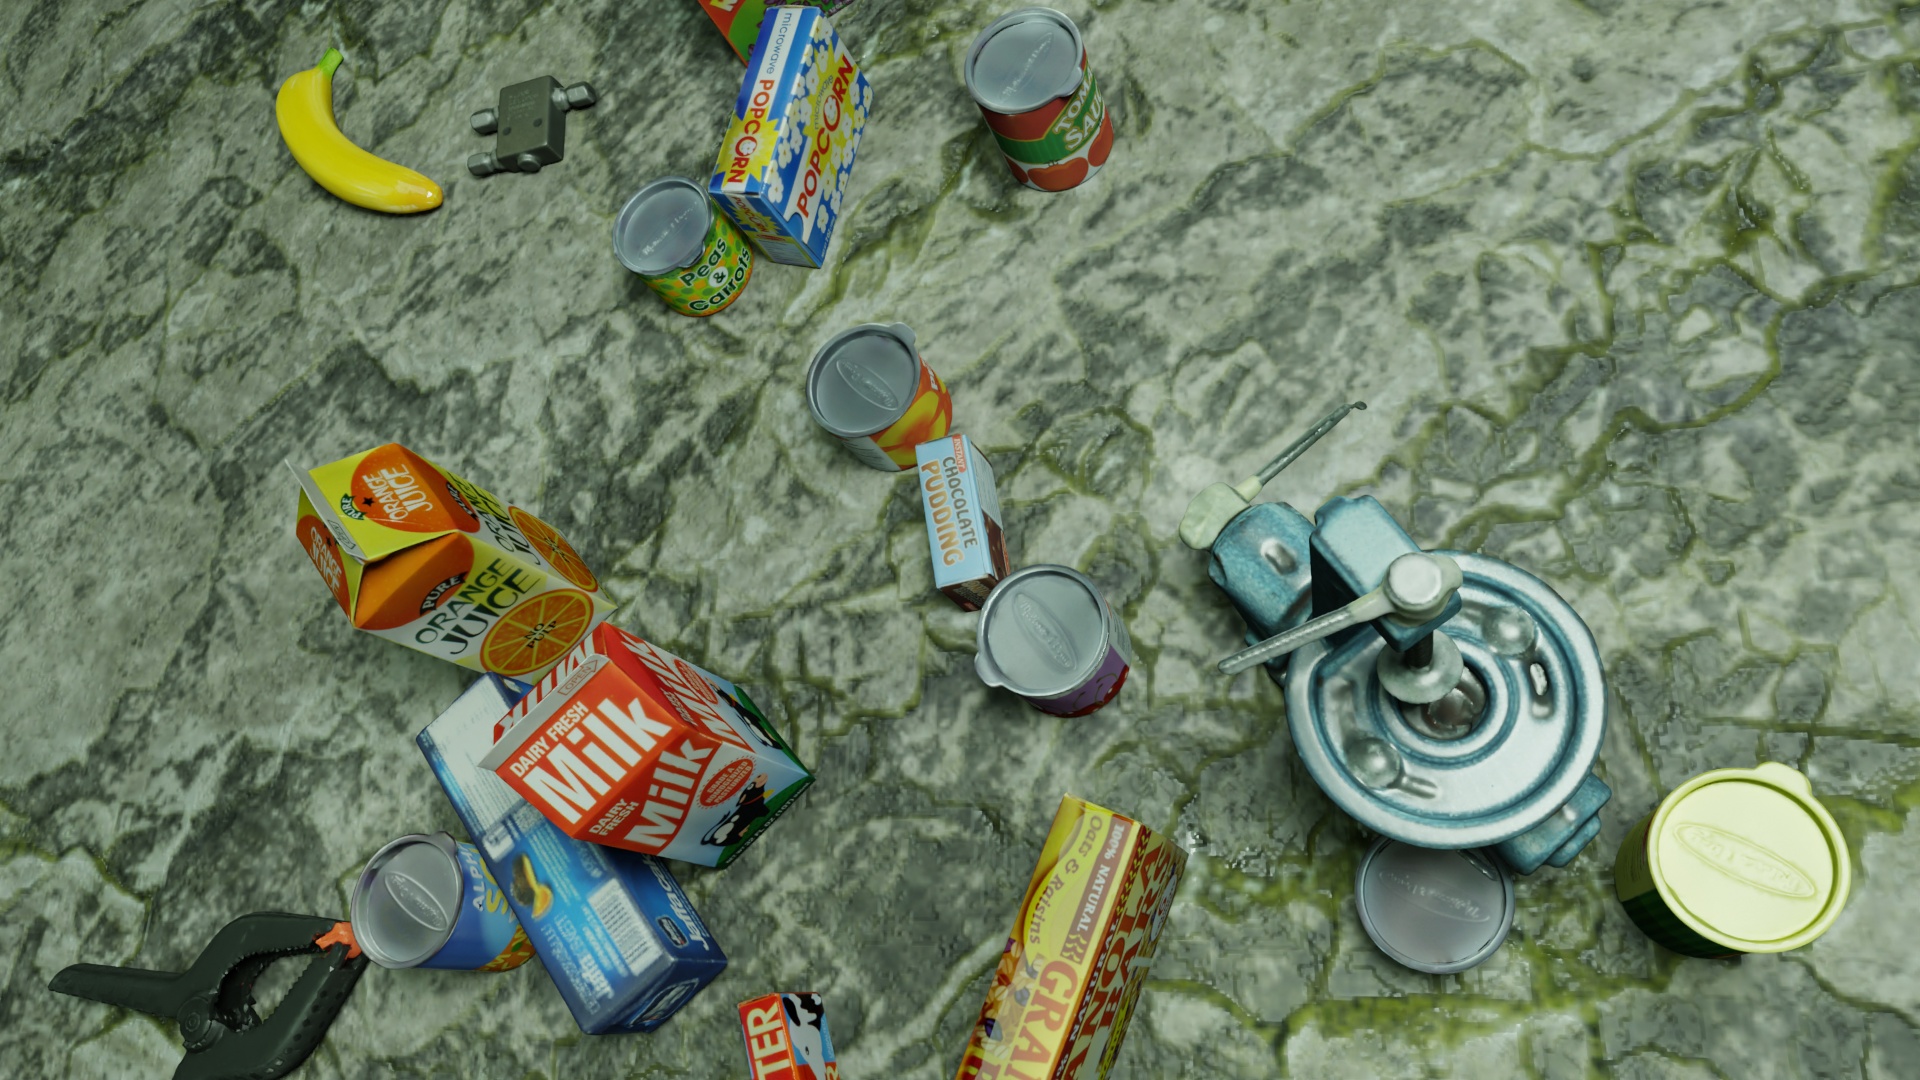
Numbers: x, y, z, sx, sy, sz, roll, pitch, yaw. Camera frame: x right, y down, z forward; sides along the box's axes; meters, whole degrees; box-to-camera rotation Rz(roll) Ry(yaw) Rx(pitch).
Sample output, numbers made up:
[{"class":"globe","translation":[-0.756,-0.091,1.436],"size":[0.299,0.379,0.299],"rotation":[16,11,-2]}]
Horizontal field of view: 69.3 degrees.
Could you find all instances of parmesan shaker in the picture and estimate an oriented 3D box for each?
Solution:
[{"class":"parmesan shaker","translation":[0.305,0.129,0.554],"size":[0.071,0.103,0.071],"rotation":[-6,71,17]}]

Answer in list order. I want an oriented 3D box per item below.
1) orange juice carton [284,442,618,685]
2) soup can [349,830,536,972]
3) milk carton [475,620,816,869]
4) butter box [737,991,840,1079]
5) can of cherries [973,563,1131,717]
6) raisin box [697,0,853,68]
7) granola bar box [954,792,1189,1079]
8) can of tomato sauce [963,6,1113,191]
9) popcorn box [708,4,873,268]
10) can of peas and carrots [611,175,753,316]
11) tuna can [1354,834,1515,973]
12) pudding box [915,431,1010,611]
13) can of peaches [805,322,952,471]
[{"class":"orange juice carton","translation":[-0.275,0.012,0.739],"size":[0.073,0.192,0.072],"rotation":[-43,65,1]},{"class":"soup can","translation":[-0.264,0.191,0.733],"size":[0.071,0.083,0.071],"rotation":[-6,70,17]},{"class":"milk carton","translation":[-0.151,0.099,0.668],"size":[0.072,0.190,0.073],"rotation":[-45,65,0]},{"class":"butter box","translation":[-0.075,0.269,0.660],"size":[0.024,0.053,0.104],"rotation":[-21,67,11]},{"class":"can of cherries","translation":[0.045,0.052,0.692],"size":[0.071,0.058,0.071],"rotation":[-6,70,17]},{"class":"raisin box","translation":[-0.130,-0.361,0.857],"size":[0.086,0.123,0.040],"rotation":[-30,66,7]},{"class":"granola bar box","translation":[0.047,0.201,0.604],"size":[0.039,0.124,0.166],"rotation":[18,78,23]},{"class":"can of tomato sauce","translation":[0.048,-0.245,0.780],"size":[0.071,0.083,0.071],"rotation":[-6,70,17]},{"class":"popcorn box","translation":[-0.098,-0.239,0.825],"size":[0.038,0.085,0.127],"rotation":[9,75,21]},{"class":"can of peas and carrots","translation":[-0.165,-0.176,0.841],"size":[0.071,0.058,0.071],"rotation":[-6,70,17]},{"class":"tuna can","translation":[0.210,0.155,0.615],"size":[0.071,0.032,0.071],"rotation":[-6,70,17]},{"class":"pudding box","translation":[0.003,-0.009,0.732],"size":[0.030,0.049,0.084],"rotation":[-15,68,13]},{"class":"can of peaches","translation":[-0.042,-0.079,0.767],"size":[0.071,0.058,0.071],"rotation":[-6,70,17]}]
